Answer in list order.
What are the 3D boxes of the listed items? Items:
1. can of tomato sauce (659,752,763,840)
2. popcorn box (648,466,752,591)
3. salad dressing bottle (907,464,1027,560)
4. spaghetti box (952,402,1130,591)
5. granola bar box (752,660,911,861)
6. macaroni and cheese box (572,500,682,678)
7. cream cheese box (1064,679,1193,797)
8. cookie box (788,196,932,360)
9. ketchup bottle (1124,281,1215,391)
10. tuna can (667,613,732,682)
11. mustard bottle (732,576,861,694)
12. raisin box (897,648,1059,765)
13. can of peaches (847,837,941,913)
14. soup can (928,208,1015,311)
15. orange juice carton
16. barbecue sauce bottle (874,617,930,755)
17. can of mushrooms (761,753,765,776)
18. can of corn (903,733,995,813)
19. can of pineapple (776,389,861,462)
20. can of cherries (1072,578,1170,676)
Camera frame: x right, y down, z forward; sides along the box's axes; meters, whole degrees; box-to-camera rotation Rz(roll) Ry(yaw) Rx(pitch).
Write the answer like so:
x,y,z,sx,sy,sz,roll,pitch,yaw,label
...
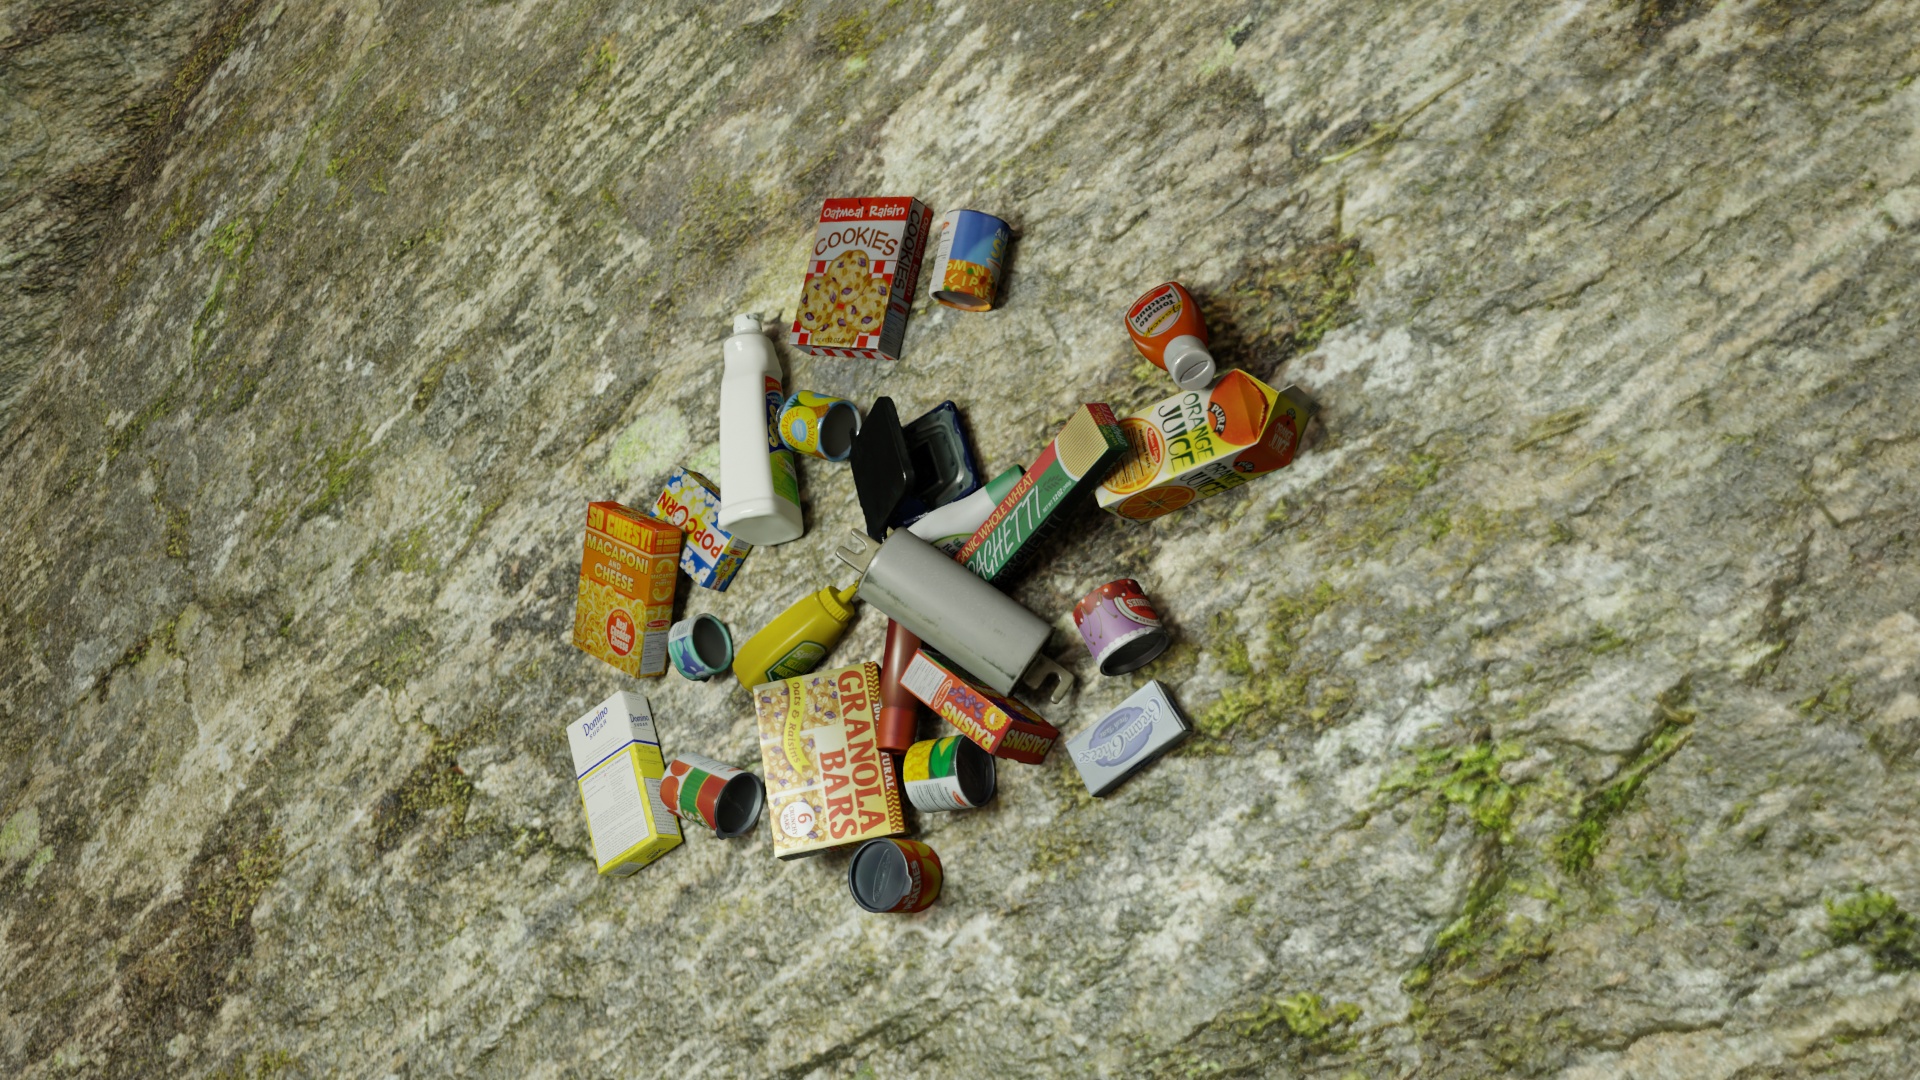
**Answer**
x,y,z,sx,sy,sz,roll,pitch,yaw,label
-0.251,0.257,1.395,0.083,0.071,0.071,11,84,36,can of tomato sauce
-0.282,-0.013,1.509,0.127,0.038,0.085,38,100,35,popcorn box
0.005,-0.016,1.308,0.147,0.064,0.044,-35,55,12,salad dressing bottle
0.062,-0.024,1.234,0.248,0.029,0.050,-50,53,40,spaghetti box
-0.122,0.208,1.312,0.124,0.039,0.166,-12,68,2,granola bar box
-0.365,0.051,1.517,0.124,0.040,0.166,19,104,38,macaroni and cheese box
0.142,0.169,1.184,0.103,0.024,0.053,-39,59,19,cream cheese box
-0.106,-0.278,1.465,0.123,0.040,0.167,8,81,35,cookie box
0.185,-0.173,1.197,0.064,0.043,0.149,-36,26,14,ketchup bottle
-0.270,0.113,1.450,0.032,0.071,0.071,-22,66,27,tuna can
-0.154,0.091,1.380,0.160,0.065,0.049,-43,54,12,mustard bottle
0.016,0.149,1.236,0.123,0.086,0.040,33,95,35,raisin box
-0.057,0.305,1.258,0.071,0.058,0.071,-10,71,31,can of peaches
0.011,-0.275,1.373,0.071,0.071,0.084,7,82,35,soup can
0.208,-0.085,1.183,0.192,0.072,0.073,-23,65,27,orange juice carton
-0.052,0.123,1.294,0.044,0.064,0.149,7,71,1,barbecue sauce bottle
-0.163,0.208,1.370,0.071,0.033,0.071,-9,72,31,can of mushrooms
-0.009,0.208,1.250,0.058,0.071,0.071,-14,69,30,can of corn
-0.145,-0.118,1.429,0.058,0.071,0.071,16,86,36,can of pineapple
0.139,0.073,1.188,0.071,0.071,0.058,-38,58,20,can of cherries
